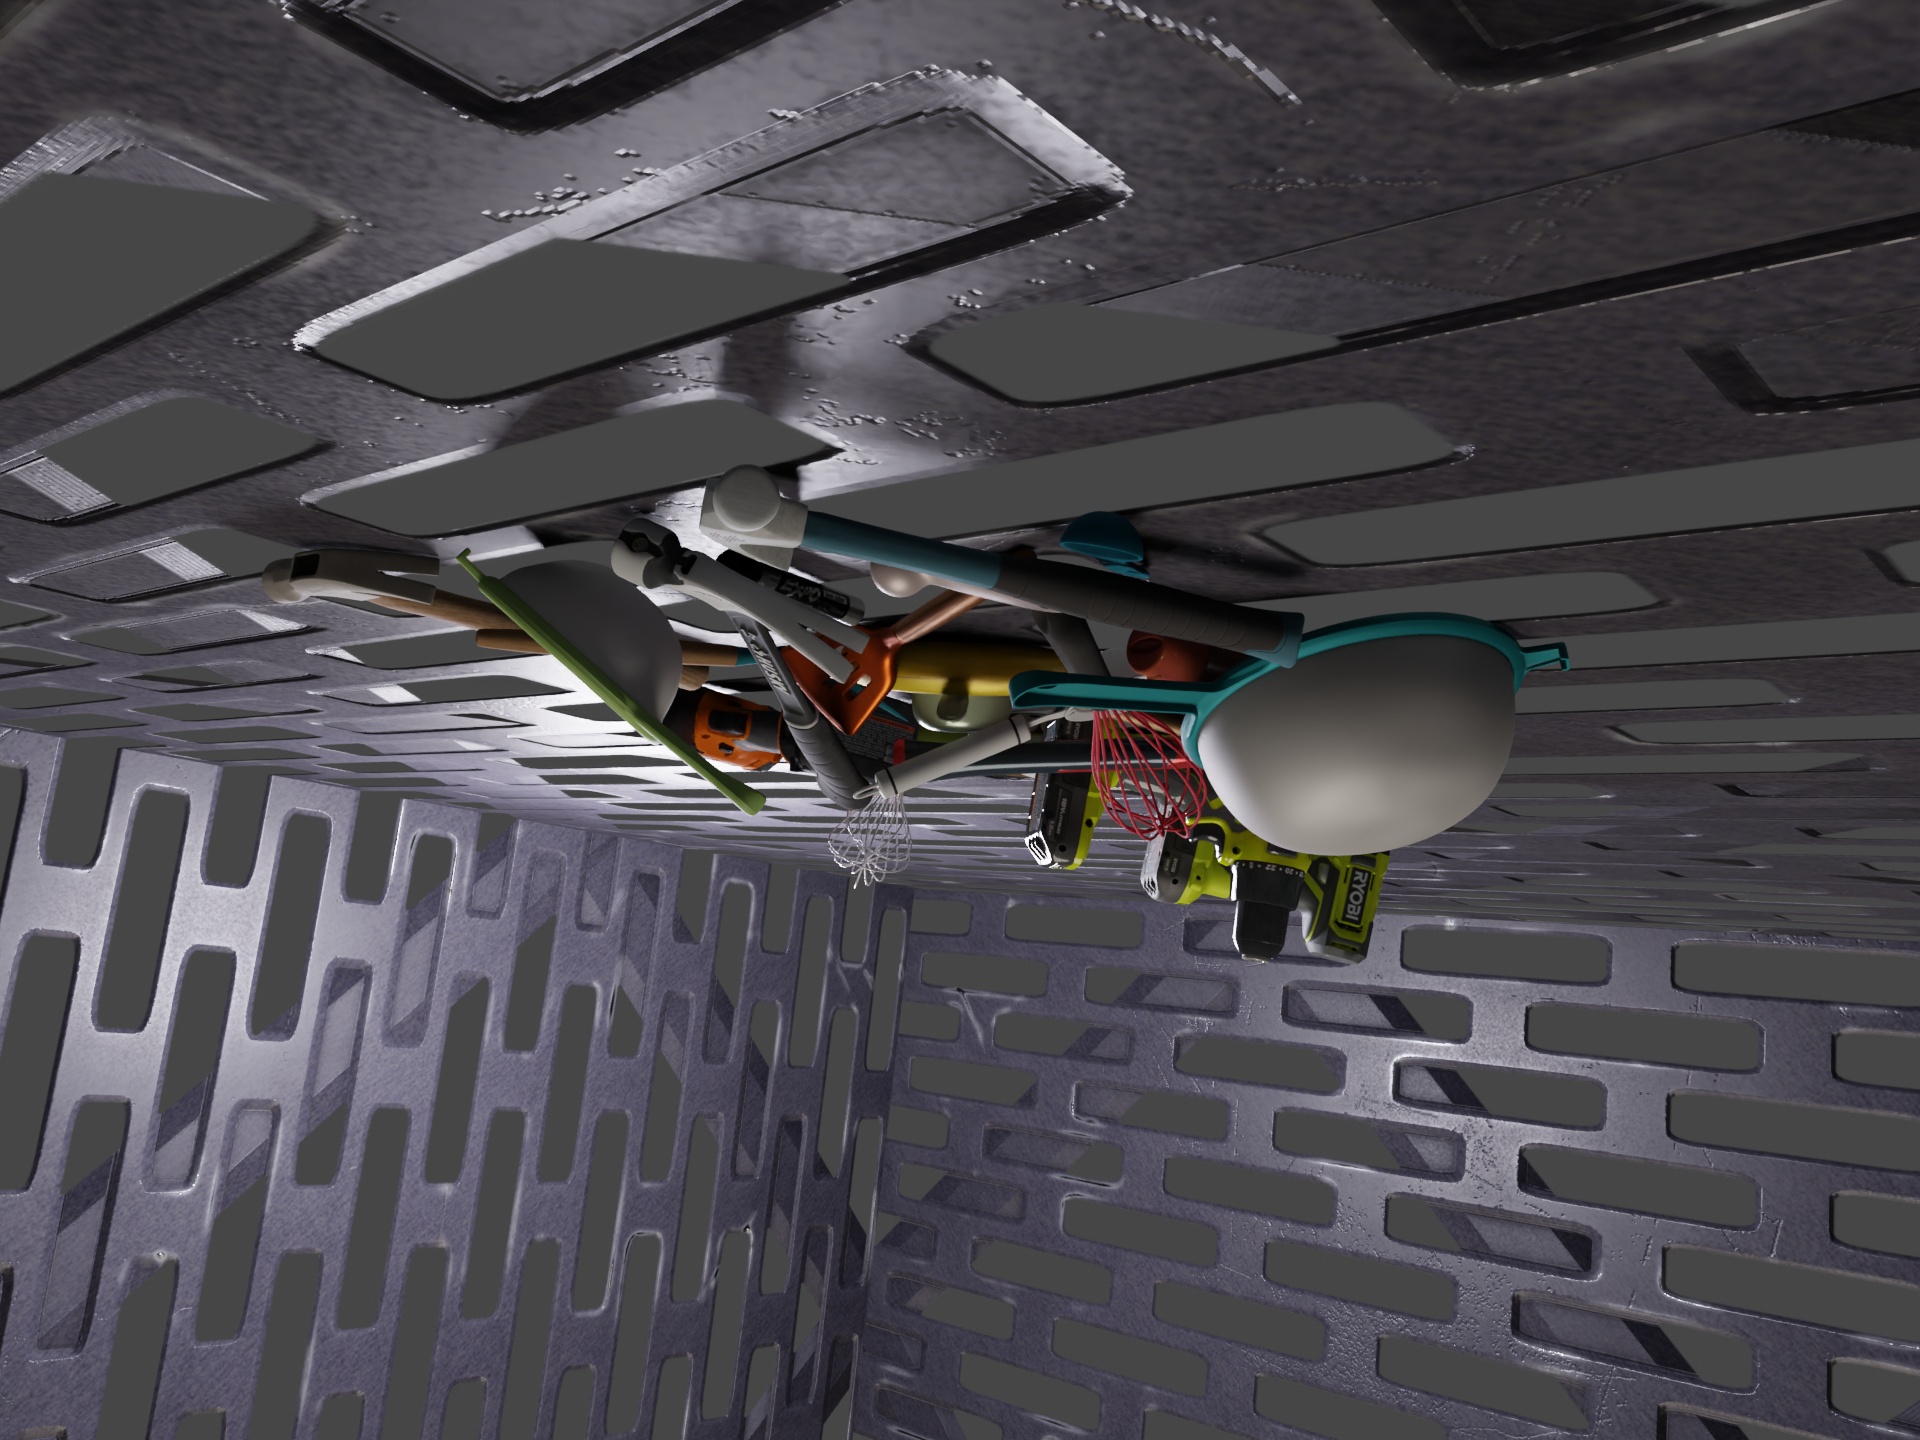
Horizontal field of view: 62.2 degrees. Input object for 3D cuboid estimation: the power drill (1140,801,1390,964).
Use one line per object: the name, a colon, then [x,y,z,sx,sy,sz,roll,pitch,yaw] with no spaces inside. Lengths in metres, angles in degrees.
power drill: [0.301,0.126,1.541,0.223,0.171,0.080,16,169,-3]

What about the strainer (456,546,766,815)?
strainer: [-0.190,-0.032,0.979,0.257,0.069,0.151,35,170,32]

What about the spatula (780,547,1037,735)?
spatula: [-0.032,-0.056,1.009,0.081,0.041,0.322,50,156,-8]

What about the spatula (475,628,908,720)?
spatula: [-0.189,-0.038,1.153,0.317,0.044,0.082,4,-167,-27]

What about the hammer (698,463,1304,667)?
hammer: [0.030,-0.073,0.815,0.331,0.033,0.128,12,178,-16]

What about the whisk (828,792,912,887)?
whisk: [-0.064,0.067,1.408,0.070,0.070,0.285,5,-159,4]

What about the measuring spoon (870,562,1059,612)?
measuring spoon: [0.002,-0.072,0.892,0.124,0.018,0.034,14,151,24]

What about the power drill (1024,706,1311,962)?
power drill: [0.174,0.083,1.277,0.228,0.191,0.080,12,170,-6]

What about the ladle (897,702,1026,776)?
ladle: [0.020,0.028,1.509,0.078,0.062,0.320,-8,172,24]

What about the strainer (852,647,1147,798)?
strainer: [0.046,0.000,1.075,0.258,0.050,0.086,-22,166,-7]

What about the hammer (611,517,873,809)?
hammer: [-0.104,-0.009,1.052,0.149,0.036,0.408,25,166,14]

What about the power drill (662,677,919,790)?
power drill: [-0.166,0.006,1.356,0.226,0.084,0.164,3,170,41]

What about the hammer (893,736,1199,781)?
hammer: [0.144,0.022,1.141,0.386,0.038,0.143,-2,175,0]

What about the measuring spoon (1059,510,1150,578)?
measuring spoon: [0.084,-0.092,0.832,0.042,0.021,0.128,11,-179,16]

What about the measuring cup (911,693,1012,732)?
measuring cup: [-0.002,-0.004,1.137,0.083,0.038,0.168,0,-167,4]

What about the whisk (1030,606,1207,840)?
whisk: [0.096,-0.005,1.002,0.073,0.073,0.295,1,149,26]

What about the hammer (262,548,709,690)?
hammer: [-0.319,-0.069,1.158,0.130,0.031,0.331,-2,167,43]

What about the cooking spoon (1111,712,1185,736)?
cooking spoon: [0.186,0.008,1.235,0.318,0.069,0.017,14,156,-12]

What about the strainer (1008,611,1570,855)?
strainer: [0.188,0.023,0.936,0.340,0.095,0.211,4,151,-25]
